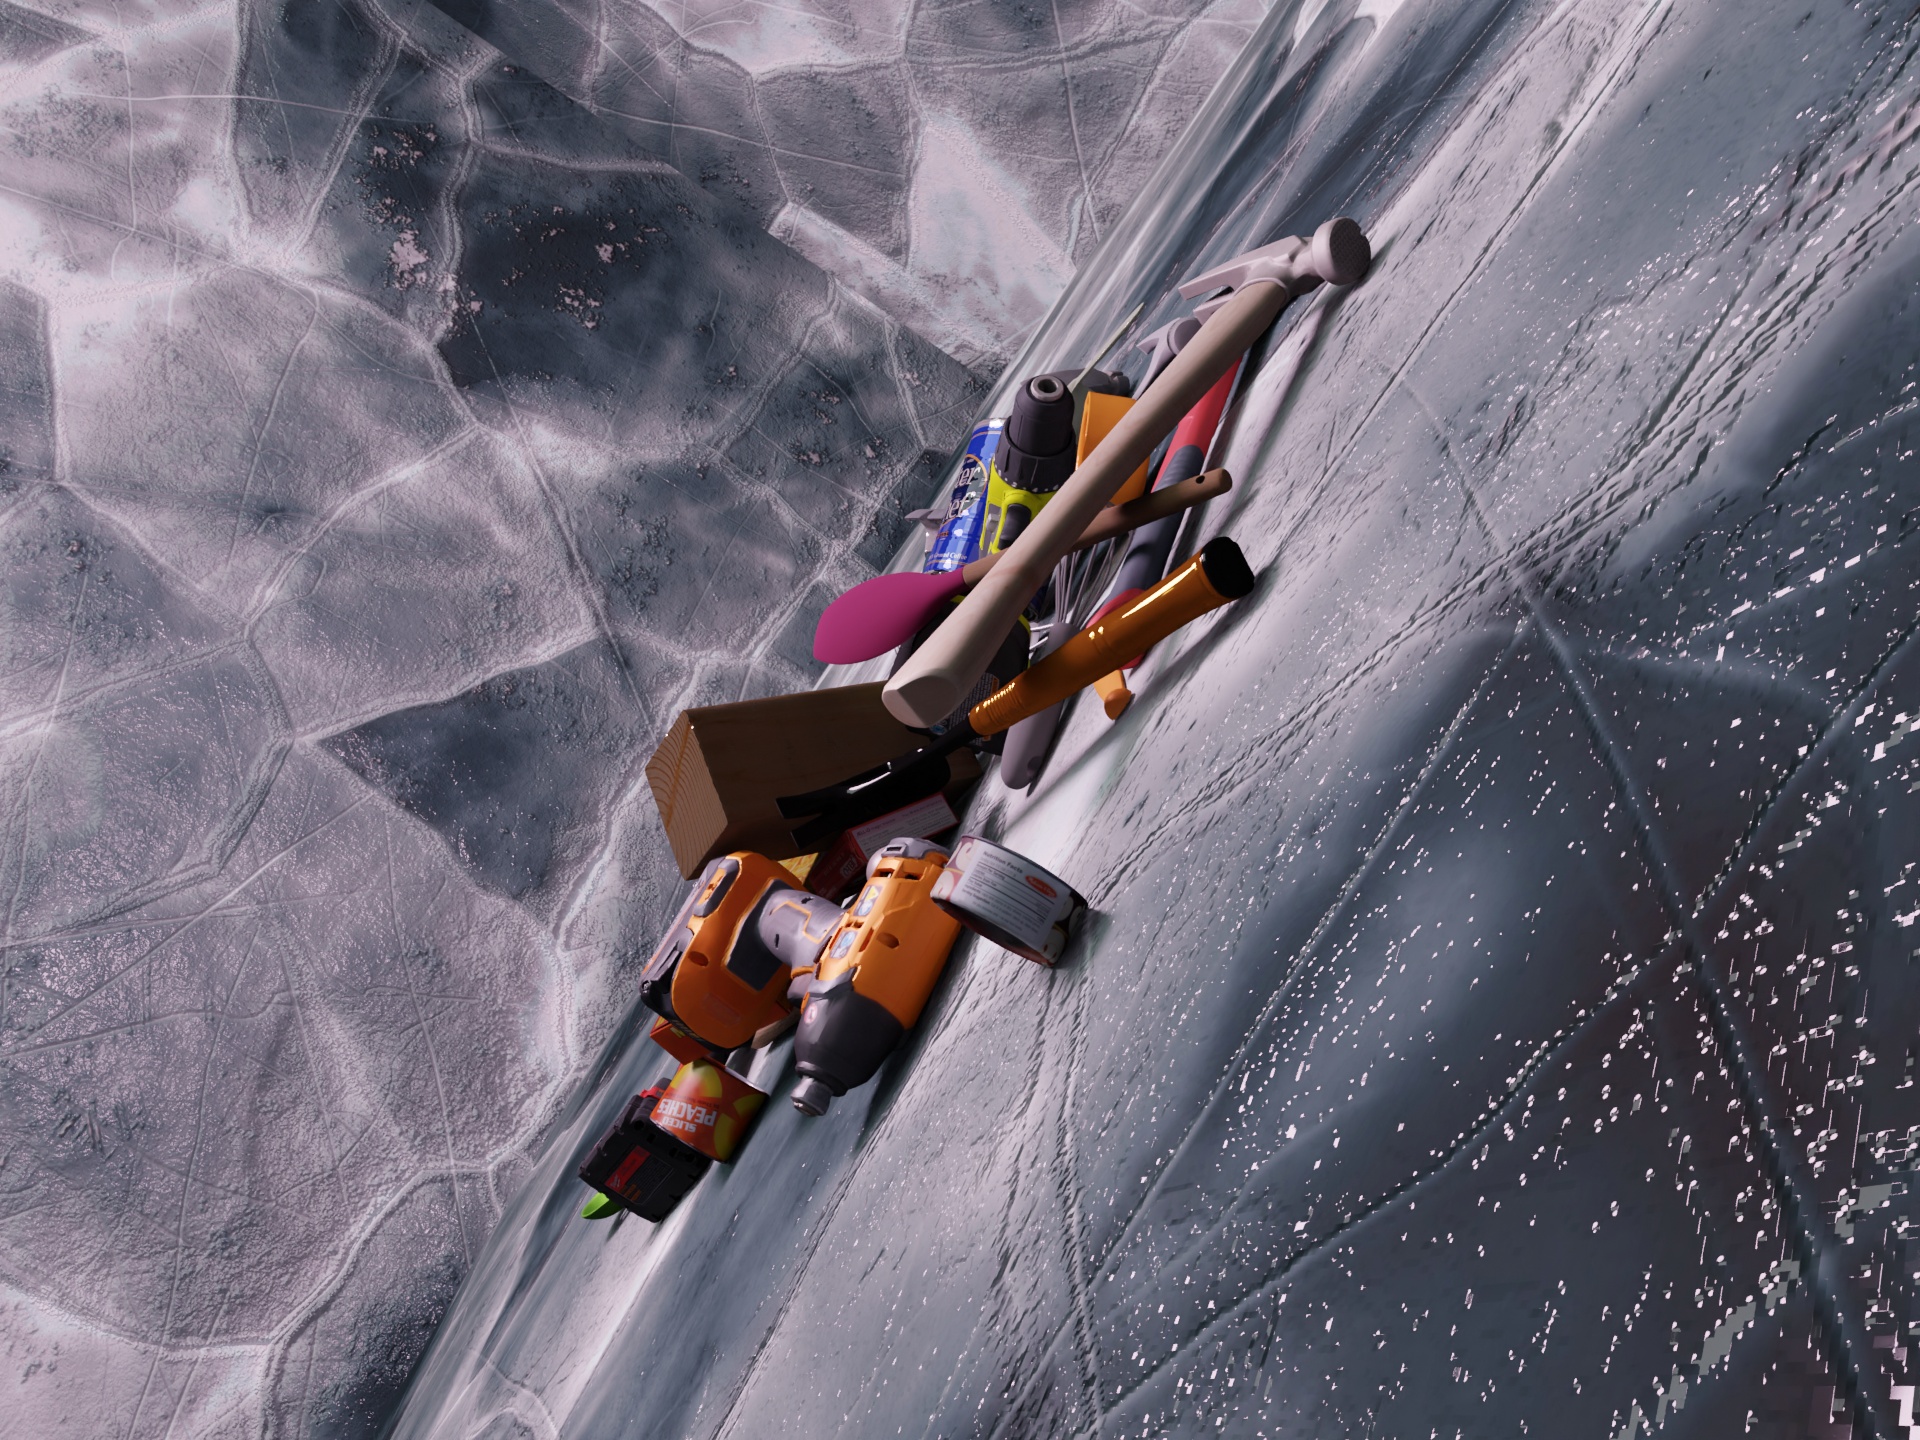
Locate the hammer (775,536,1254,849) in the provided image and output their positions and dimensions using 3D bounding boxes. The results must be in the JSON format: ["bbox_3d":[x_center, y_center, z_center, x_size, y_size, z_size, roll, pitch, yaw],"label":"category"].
[{"bbox_3d":[0.029,-0.012,0.882,0.127,0.034,0.337,-20,-9,-43],"label":"hammer"}]

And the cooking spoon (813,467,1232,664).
[{"bbox_3d":[0.026,-0.097,0.983,0.319,0.017,0.069,-17,51,35],"label":"cooking spoon"}]

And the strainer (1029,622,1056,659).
[{"bbox_3d":[-0.002,-0.004,1.268,0.258,0.050,0.087,-54,13,43],"label":"strainer"}]

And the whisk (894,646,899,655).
[{"bbox_3d":[0.029,-0.162,1.615,0.284,0.070,0.070,-50,10,14],"label":"whisk"}]

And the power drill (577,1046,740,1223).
[{"bbox_3d":[-0.224,0.296,1.322,0.143,0.078,0.220,-51,8,38],"label":"power drill"}]

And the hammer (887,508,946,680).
[{"bbox_3d":[-0.042,-0.050,1.337,0.128,0.033,0.331,76,-158,-48],"label":"hammer"}]

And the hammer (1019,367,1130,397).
[{"bbox_3d":[0.040,-0.216,1.646,0.149,0.037,0.359,-20,-27,-45],"label":"hammer"}]

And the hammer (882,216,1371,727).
[{"bbox_3d":[0.084,-0.149,0.929,0.411,0.038,0.146,-50,23,-24],"label":"hammer"}]

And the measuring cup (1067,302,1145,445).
[{"bbox_3d":[0.118,-0.284,1.360,0.167,0.038,0.083,-49,12,35],"label":"measuring cup"}]

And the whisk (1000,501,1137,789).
[{"bbox_3d":[0.069,-0.053,1.031,0.055,0.055,0.239,-45,20,56],"label":"whisk"}]

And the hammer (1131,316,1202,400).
[{"bbox_3d":[0.084,-0.177,1.408,0.405,0.035,0.144,-56,9,8],"label":"hammer"}]

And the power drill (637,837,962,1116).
[{"bbox_3d":[-0.100,0.152,0.953,0.226,0.084,0.164,-8,46,51],"label":"power drill"}]

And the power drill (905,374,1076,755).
[{"bbox_3d":[0.031,-0.110,1.110,0.190,0.080,0.229,98,-172,-56],"label":"power drill"}]

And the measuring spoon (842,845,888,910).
[{"bbox_3d":[-0.067,0.111,1.062,0.034,0.018,0.124,-62,8,-32],"label":"measuring spoon"}]

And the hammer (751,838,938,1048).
[{"bbox_3d":[-0.102,0.191,1.147,0.130,0.031,0.331,-62,9,-31],"label":"hammer"}]

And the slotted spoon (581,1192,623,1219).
[{"bbox_3d":[-0.250,0.339,1.470,0.314,0.031,0.070,-55,5,4],"label":"slotted spoon"}]

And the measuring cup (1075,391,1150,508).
[{"bbox_3d":[0.113,-0.178,1.223,0.173,0.052,0.095,93,-176,-62],"label":"measuring cup"}]

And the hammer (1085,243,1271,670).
[{"bbox_3d":[0.139,-0.162,1.040,0.143,0.038,0.387,-50,11,48],"label":"hammer"}]

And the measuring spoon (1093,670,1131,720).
[{"bbox_3d":[0.084,-0.022,0.926,0.021,0.011,0.117,-56,9,11],"label":"measuring spoon"}]
